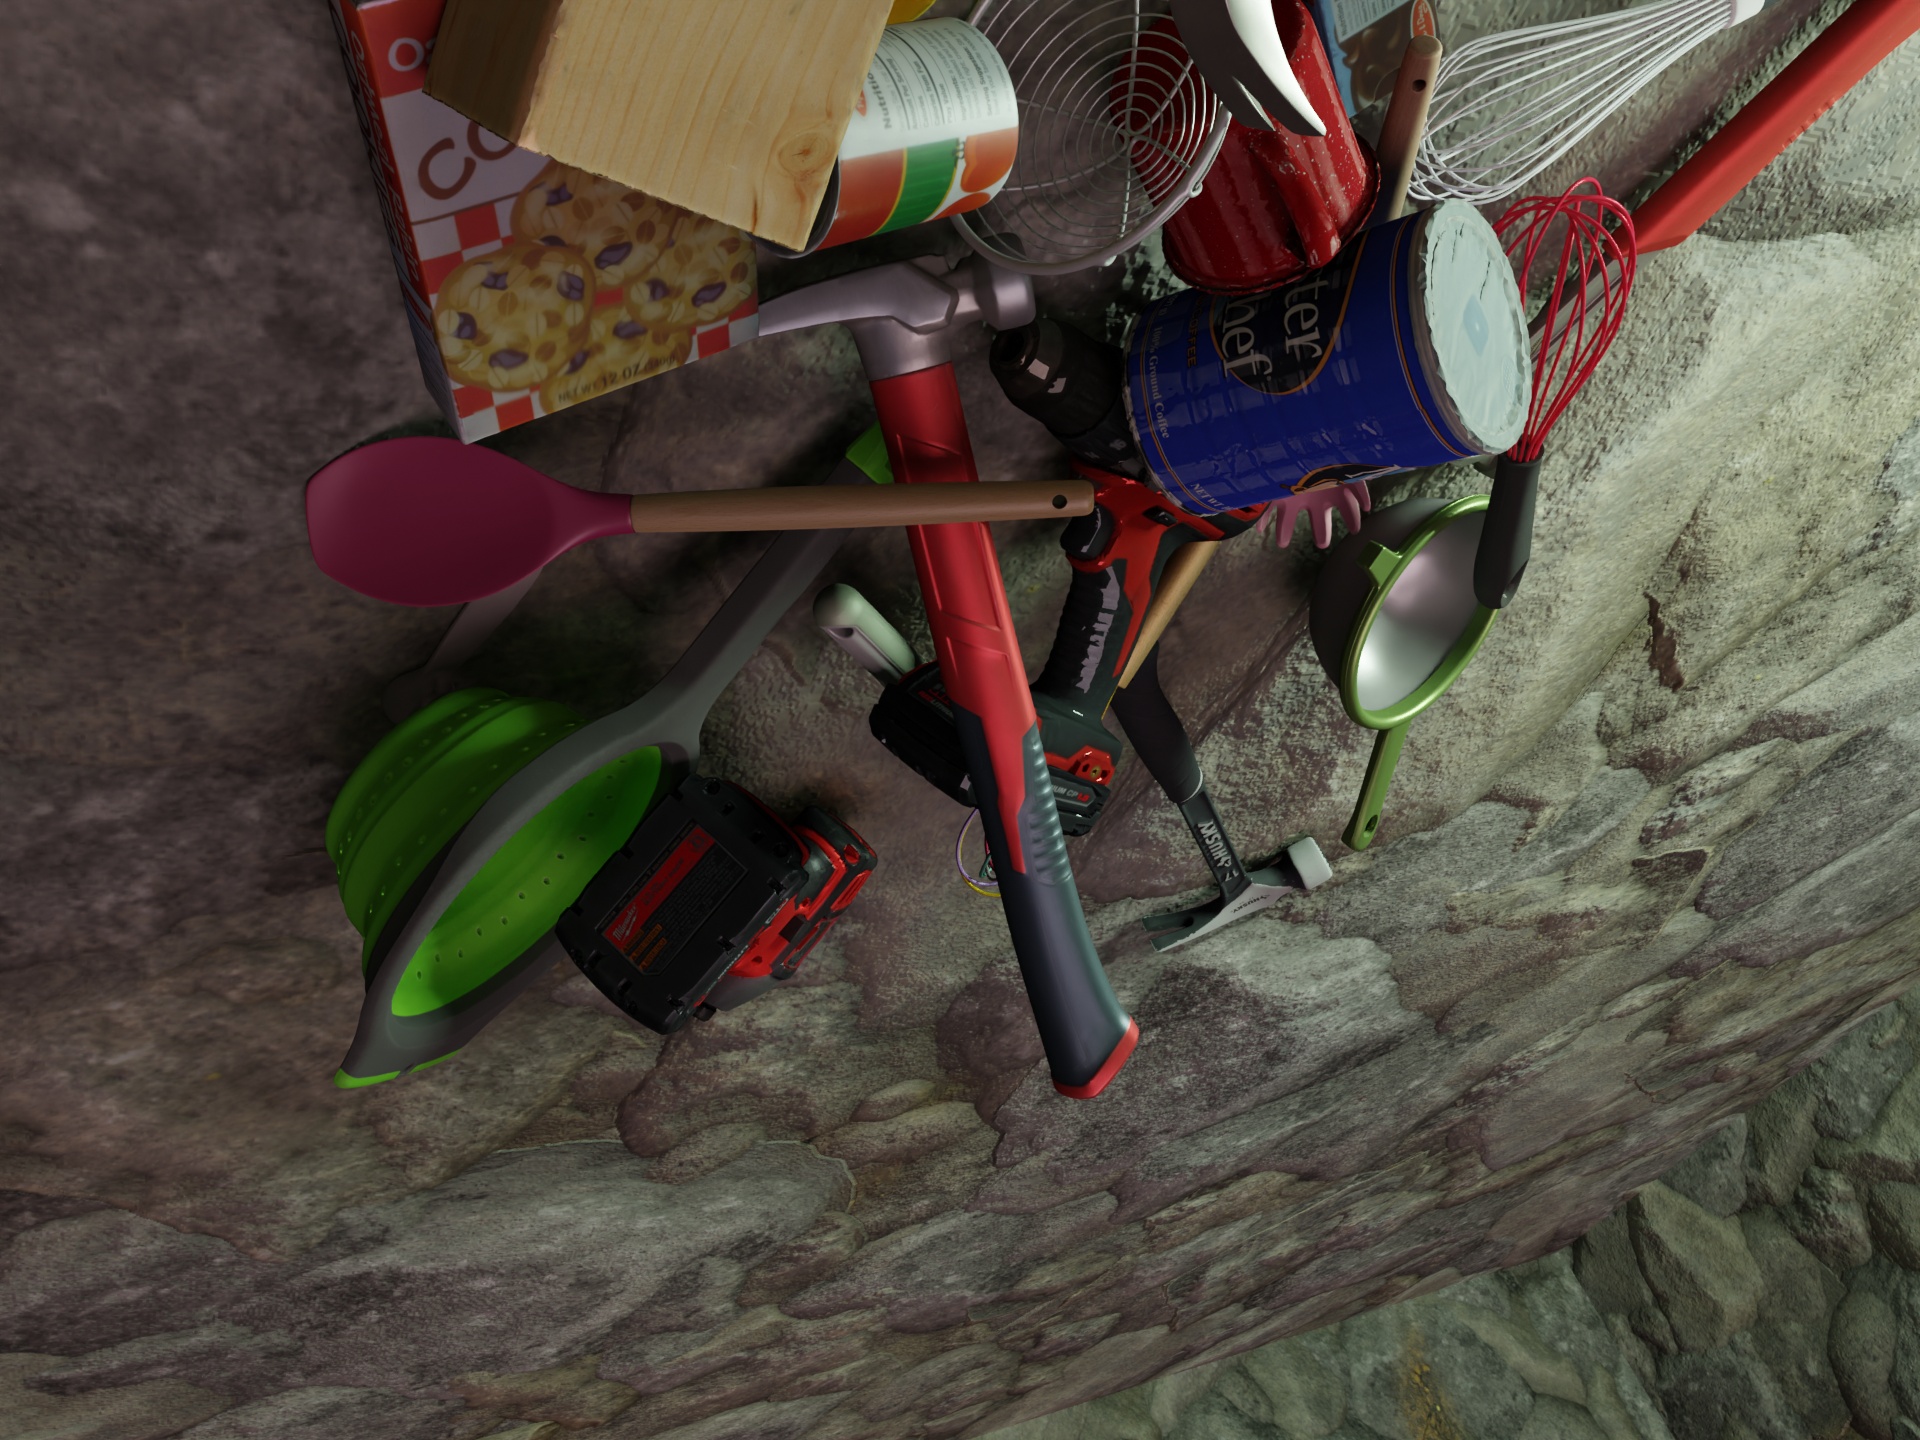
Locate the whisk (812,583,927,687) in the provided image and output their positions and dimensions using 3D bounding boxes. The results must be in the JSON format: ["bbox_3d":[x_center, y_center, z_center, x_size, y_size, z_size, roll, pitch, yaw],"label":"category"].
[{"bbox_3d":[-0.019,-0.014,0.843,0.058,0.059,0.246,-1,160,21],"label":"whisk"}]

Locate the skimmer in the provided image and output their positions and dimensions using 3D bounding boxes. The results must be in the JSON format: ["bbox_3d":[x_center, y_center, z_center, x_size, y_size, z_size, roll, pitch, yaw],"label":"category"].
[{"bbox_3d":[0.042,-0.313,0.468,0.090,0.127,0.363,-32,143,-27],"label":"skimmer"}]

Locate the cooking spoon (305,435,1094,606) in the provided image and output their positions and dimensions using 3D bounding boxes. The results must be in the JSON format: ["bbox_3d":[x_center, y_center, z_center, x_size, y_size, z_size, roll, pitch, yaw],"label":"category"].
[{"bbox_3d":[-0.106,-0.084,0.641,0.319,0.017,0.068,-2,103,2],"label":"cooking spoon"}]

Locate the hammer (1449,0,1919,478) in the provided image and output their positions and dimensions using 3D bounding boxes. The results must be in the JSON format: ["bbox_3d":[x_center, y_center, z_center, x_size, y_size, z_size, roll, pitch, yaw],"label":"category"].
[{"bbox_3d":[0.362,-0.267,0.785,0.149,0.037,0.359,15,129,-44],"label":"hammer"}]

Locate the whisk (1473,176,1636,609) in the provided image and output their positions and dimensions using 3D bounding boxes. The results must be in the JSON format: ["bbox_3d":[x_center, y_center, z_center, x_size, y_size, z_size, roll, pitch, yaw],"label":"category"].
[{"bbox_3d":[0.286,-0.150,0.807,0.073,0.073,0.295,-23,145,-4],"label":"whisk"}]

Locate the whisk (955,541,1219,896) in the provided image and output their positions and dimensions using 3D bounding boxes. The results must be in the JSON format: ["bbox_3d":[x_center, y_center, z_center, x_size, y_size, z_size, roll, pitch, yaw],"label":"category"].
[{"bbox_3d":[0.075,-0.004,0.893,0.245,0.047,0.051,-58,156,10],"label":"whisk"}]

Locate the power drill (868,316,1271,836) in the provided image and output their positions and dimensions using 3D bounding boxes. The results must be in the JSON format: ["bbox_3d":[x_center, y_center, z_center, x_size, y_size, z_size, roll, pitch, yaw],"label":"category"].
[{"bbox_3d":[0.046,-0.070,0.762,0.187,0.080,0.226,19,102,-46],"label":"power drill"}]

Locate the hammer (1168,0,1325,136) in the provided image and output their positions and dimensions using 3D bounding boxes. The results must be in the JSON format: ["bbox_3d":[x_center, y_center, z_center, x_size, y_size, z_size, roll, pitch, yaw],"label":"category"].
[{"bbox_3d":[0.180,-0.283,0.549,0.331,0.031,0.130,-26,129,-38],"label":"hammer"}]

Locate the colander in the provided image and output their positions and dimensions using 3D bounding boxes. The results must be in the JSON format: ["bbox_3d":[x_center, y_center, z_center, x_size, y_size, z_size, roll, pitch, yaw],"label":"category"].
[{"bbox_3d":[-0.174,-0.011,0.742,0.397,0.094,0.204,-51,169,4],"label":"colander"}]

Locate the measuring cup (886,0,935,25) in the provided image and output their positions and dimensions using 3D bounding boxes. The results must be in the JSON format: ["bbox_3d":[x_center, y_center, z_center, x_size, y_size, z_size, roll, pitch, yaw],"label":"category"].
[{"bbox_3d":[-0.049,-0.240,0.577,0.062,0.029,0.156,-8,154,-28],"label":"measuring cup"}]

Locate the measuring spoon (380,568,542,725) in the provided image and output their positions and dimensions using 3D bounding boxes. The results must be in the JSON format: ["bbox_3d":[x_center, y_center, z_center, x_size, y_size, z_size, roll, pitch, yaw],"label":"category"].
[{"bbox_3d":[-0.226,-0.035,0.733,0.034,0.018,0.124,18,126,-45],"label":"measuring spoon"}]

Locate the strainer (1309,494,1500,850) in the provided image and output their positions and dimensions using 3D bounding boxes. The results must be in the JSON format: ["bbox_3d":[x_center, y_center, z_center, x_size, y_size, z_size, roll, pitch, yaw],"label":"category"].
[{"bbox_3d":[0.250,-0.033,0.967,0.151,0.069,0.256,-24,136,-33],"label":"strainer"}]

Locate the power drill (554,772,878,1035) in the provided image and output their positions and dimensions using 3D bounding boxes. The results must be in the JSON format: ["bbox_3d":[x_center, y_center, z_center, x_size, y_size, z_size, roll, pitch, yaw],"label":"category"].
[{"bbox_3d":[-0.124,0.106,0.860,0.143,0.078,0.219,-49,168,-1],"label":"power drill"}]

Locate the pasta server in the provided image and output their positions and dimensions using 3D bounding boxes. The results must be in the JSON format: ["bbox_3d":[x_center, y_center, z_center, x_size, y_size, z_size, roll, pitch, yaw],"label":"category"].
[{"bbox_3d":[0.183,-0.181,0.744,0.060,0.040,0.316,2,154,3],"label":"pasta server"}]

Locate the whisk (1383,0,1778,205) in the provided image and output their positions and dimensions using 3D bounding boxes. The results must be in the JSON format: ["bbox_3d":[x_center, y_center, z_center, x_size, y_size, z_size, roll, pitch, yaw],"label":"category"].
[{"bbox_3d":[0.309,-0.301,0.691,0.284,0.070,0.070,-28,146,-5],"label":"whisk"}]

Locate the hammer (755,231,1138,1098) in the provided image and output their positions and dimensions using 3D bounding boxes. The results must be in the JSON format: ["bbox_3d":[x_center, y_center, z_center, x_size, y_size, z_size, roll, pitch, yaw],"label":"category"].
[{"bbox_3d":[-0.001,-0.002,0.698,0.143,0.038,0.386,-14,108,1],"label":"hammer"}]

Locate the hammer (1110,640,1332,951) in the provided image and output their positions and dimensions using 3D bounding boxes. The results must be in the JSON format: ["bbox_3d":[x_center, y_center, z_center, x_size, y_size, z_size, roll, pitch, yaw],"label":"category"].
[{"bbox_3d":[0.151,0.053,1.079,0.149,0.036,0.408,-28,145,6],"label":"hammer"}]
